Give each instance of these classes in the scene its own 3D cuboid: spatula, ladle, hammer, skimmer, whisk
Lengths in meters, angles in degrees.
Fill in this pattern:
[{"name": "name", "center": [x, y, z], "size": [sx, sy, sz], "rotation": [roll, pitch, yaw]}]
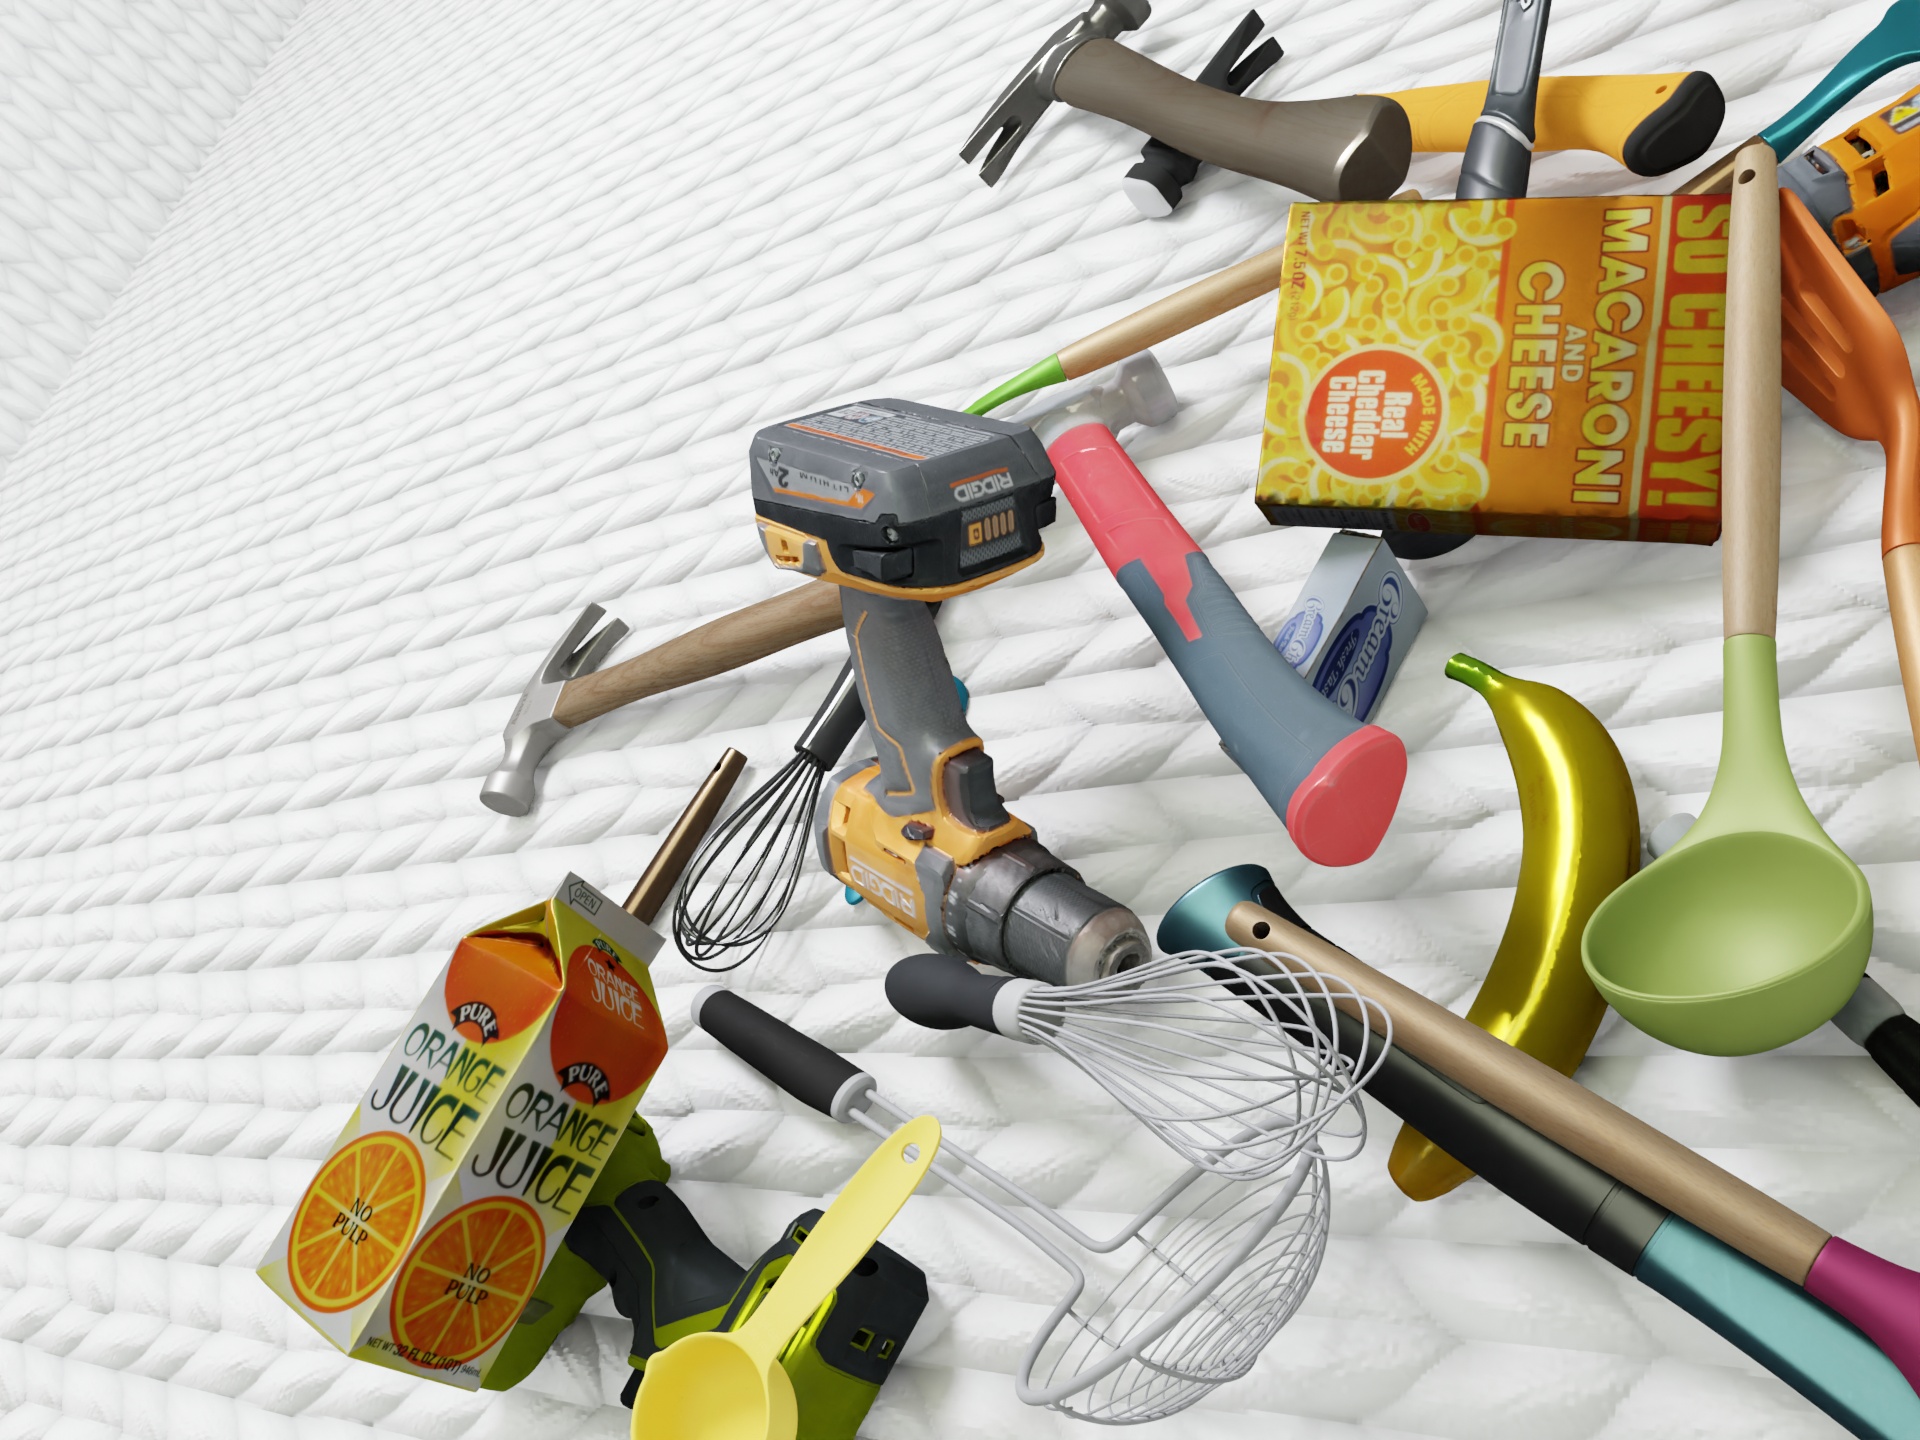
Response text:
[{"name": "spatula", "center": [-0.200, 0.149, 0.826], "size": [0.060, 0.018, 0.316], "rotation": [19, 74, 48]}, {"name": "ladle", "center": [0.243, -0.053, 0.500], "size": [0.078, 0.062, 0.320], "rotation": [-10, 63, 46]}, {"name": "hammer", "center": [0.070, -0.053, 0.652], "size": [0.143, 0.038, 0.387], "rotation": [-28, 30, 5]}, {"name": "hammer", "center": [0.109, -0.315, 0.841], "size": [0.146, 0.038, 0.411], "rotation": [-47, 31, 10]}, {"name": "hammer", "center": [0.229, -0.267, 0.675], "size": [0.149, 0.036, 0.409], "rotation": [4, 79, 52]}, {"name": "skimmer", "center": [-0.015, 0.148, 0.609], "size": [0.127, 0.090, 0.363], "rotation": [-40, 34, -26]}, {"name": "spatula", "center": [0.312, -0.209, 0.654], "size": [0.317, 0.044, 0.082], "rotation": [-36, 41, 21]}, {"name": "whisk", "center": [-0.070, 0.020, 0.796], "size": [0.055, 0.055, 0.239], "rotation": [12, 63, 45]}, {"name": "hammer", "center": [0.186, 0.135, 0.448], "size": [0.331, 0.033, 0.128], "rotation": [35, 87, 39]}, {"name": "whisk", "center": [0.041, 0.103, 0.546], "size": [0.285, 0.070, 0.070], "rotation": [-6, 53, 63]}, {"name": "hammer", "center": [-0.153, -0.037, 0.896], "size": [0.331, 0.031, 0.130], "rotation": [-17, 48, 39]}, {"name": "hammer", "center": [0.217, -0.297, 0.774], "size": [0.127, 0.034, 0.337], "rotation": [-54, 36, -5]}, {"name": "spatula", "center": [0.297, -0.031, 0.509], "size": [0.041, 0.081, 0.323], "rotation": [-2, 61, 15]}]

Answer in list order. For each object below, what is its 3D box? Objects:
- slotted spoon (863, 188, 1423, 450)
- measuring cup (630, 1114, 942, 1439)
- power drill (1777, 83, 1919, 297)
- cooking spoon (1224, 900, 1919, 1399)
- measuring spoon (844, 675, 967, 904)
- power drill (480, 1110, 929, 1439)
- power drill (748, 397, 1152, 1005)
[{"name": "slotted spoon", "center": [0.073, -0.182, 0.770], "size": [0.314, 0.031, 0.070], "rotation": [-23, 14, 12]}, {"name": "measuring cup", "center": [-0.052, 0.205, 0.555], "size": [0.062, 0.029, 0.156], "rotation": [34, 82, 37]}, {"name": "power drill", "center": [0.386, -0.155, 0.504], "size": [0.164, 0.084, 0.227], "rotation": [-28, 41, 20]}, {"name": "cooking spoon", "center": [0.197, 0.125, 0.413], "size": [0.319, 0.017, 0.069], "rotation": [30, 84, 39]}, {"name": "measuring spoon", "center": [-0.034, 0.028, 0.770], "size": [0.042, 0.021, 0.129], "rotation": [0, 58, 41]}, {"name": "power drill", "center": [-0.135, 0.252, 0.646], "size": [0.223, 0.080, 0.171], "rotation": [17, 71, 44]}, {"name": "power drill", "center": [-0.001, -0.002, 0.634], "size": [0.084, 0.226, 0.185], "rotation": [-22, 29, -31]}]
